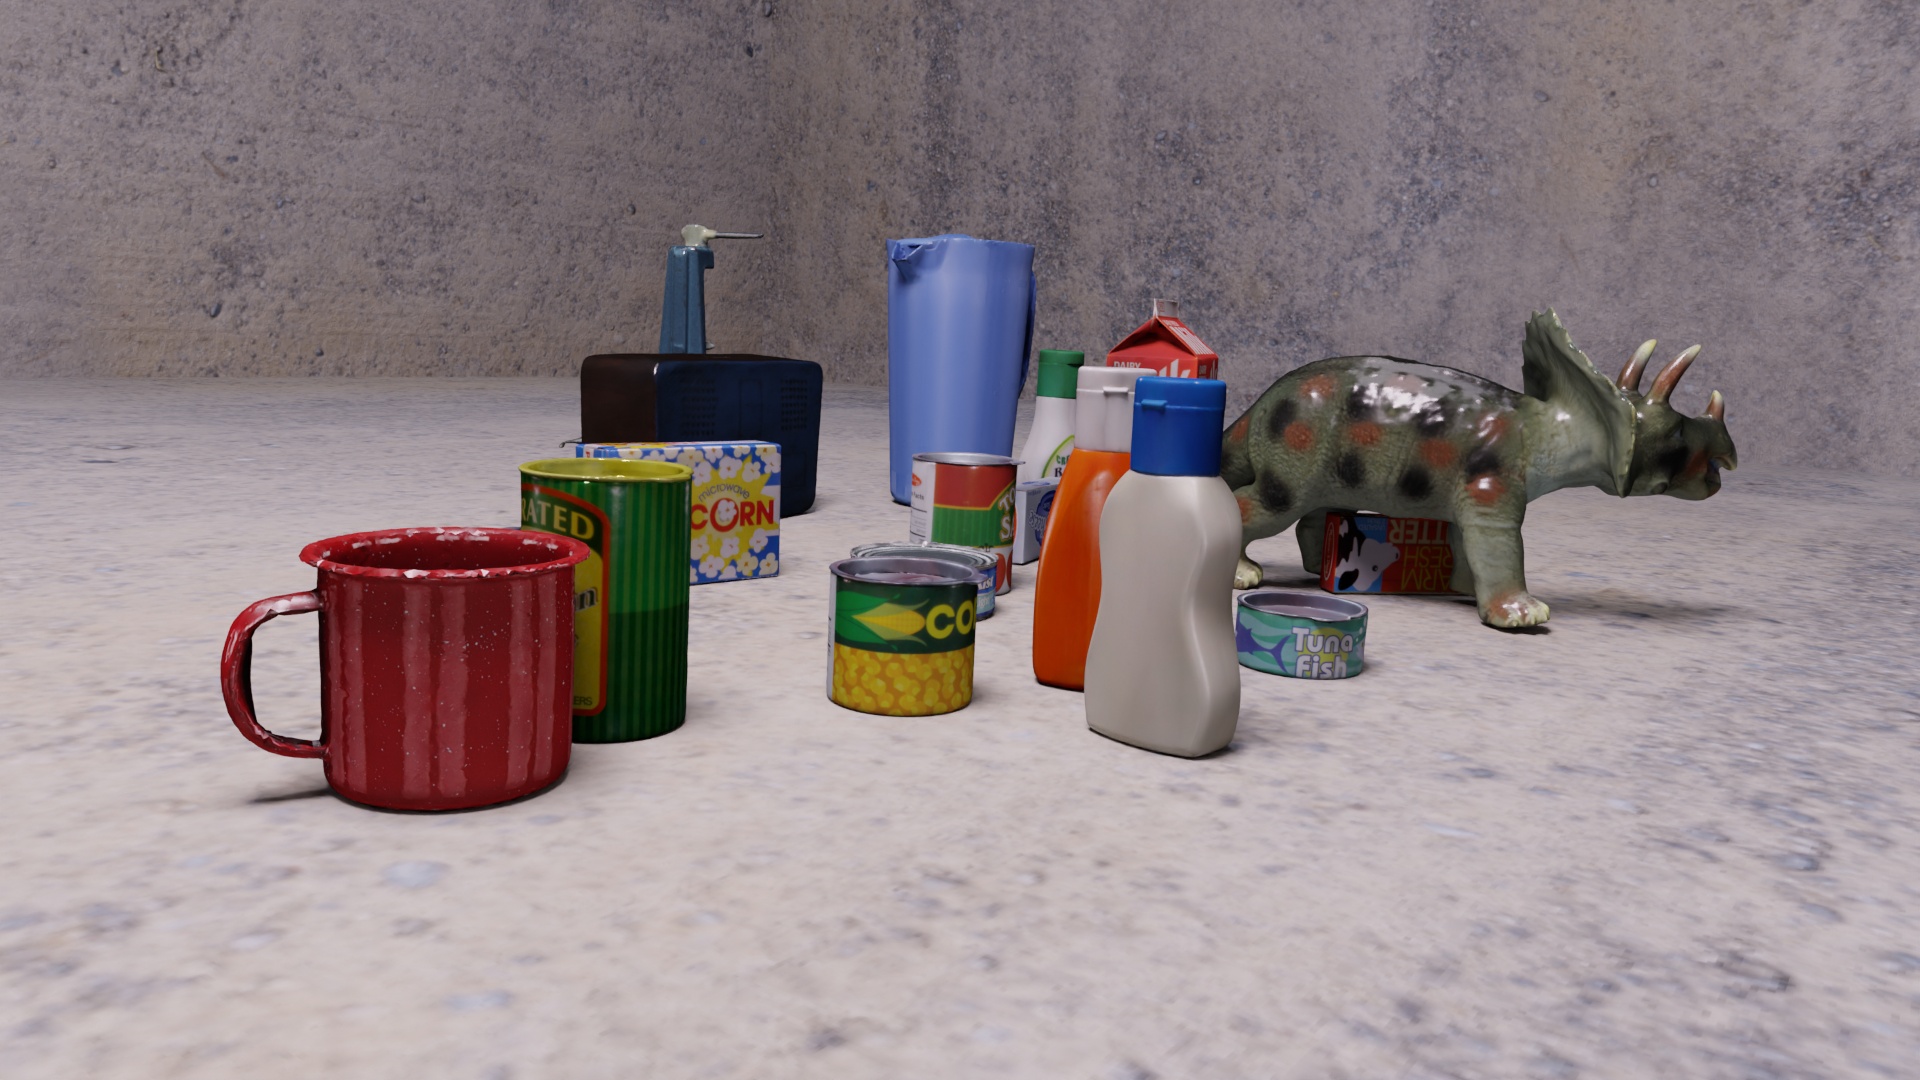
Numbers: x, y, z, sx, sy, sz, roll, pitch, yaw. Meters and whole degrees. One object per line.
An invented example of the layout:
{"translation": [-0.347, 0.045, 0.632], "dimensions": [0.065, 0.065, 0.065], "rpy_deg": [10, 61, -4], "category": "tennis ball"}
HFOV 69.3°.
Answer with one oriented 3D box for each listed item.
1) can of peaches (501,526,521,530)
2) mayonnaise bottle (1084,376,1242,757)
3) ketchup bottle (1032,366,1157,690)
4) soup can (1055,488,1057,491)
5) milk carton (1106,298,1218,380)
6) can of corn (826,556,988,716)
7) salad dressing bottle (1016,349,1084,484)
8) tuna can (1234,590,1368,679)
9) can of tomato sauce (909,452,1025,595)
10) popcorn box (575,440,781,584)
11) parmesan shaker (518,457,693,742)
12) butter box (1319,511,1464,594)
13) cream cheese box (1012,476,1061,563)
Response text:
{"translation": [-0.186, 0.024, 0.666], "dimensions": [0.071, 0.058, 0.071], "rpy_deg": [3, 9, 0], "category": "can of peaches"}
{"translation": [0.084, 0.009, 0.561], "dimensions": [0.065, 0.147, 0.041], "rpy_deg": [10, 11, 42], "category": "mayonnaise bottle"}
{"translation": [0.069, -0.006, 0.645], "dimensions": [0.065, 0.148, 0.043], "rpy_deg": [4, 8, 7], "category": "ketchup bottle"}
{"translation": [0.081, 0.017, 0.717], "dimensions": [0.071, 0.083, 0.071], "rpy_deg": [3, 9, 0], "category": "soup can"}
{"translation": [0.154, -0.090, 1.076], "dimensions": [0.073, 0.190, 0.072], "rpy_deg": [6, 9, 22], "category": "milk carton"}
{"translation": [-0.023, 0.041, 0.610], "dimensions": [0.071, 0.058, 0.071], "rpy_deg": [3, 9, 0], "category": "can of corn"}
{"translation": [0.077, -0.080, 1.126], "dimensions": [0.064, 0.147, 0.044], "rpy_deg": [-4, 10, -37], "category": "salad dressing bottle"}
{"translation": [0.175, 0.048, 0.710], "dimensions": [0.071, 0.032, 0.071], "rpy_deg": [3, 9, 0], "category": "tuna can"}
{"translation": [0.003, -0.011, 0.868], "dimensions": [0.071, 0.083, 0.071], "rpy_deg": [3, 9, 0], "category": "can of tomato sauce"}
{"translation": [-0.170, -0.017, 0.846], "dimensions": [0.127, 0.085, 0.038], "rpy_deg": [-5, 12, -43], "category": "popcorn box"}
{"translation": [-0.138, 0.022, 0.549], "dimensions": [0.071, 0.103, 0.071], "rpy_deg": [3, 8, 0], "category": "parmesan shaker"}
{"translation": [0.294, 0.009, 0.933], "dimensions": [0.104, 0.053, 0.024], "rpy_deg": [1, 9, -12], "category": "butter box"}
{"translation": [0.055, -0.016, 1.011], "dimensions": [0.024, 0.053, 0.104], "rpy_deg": [7, 10, 24], "category": "cream cheese box"}
